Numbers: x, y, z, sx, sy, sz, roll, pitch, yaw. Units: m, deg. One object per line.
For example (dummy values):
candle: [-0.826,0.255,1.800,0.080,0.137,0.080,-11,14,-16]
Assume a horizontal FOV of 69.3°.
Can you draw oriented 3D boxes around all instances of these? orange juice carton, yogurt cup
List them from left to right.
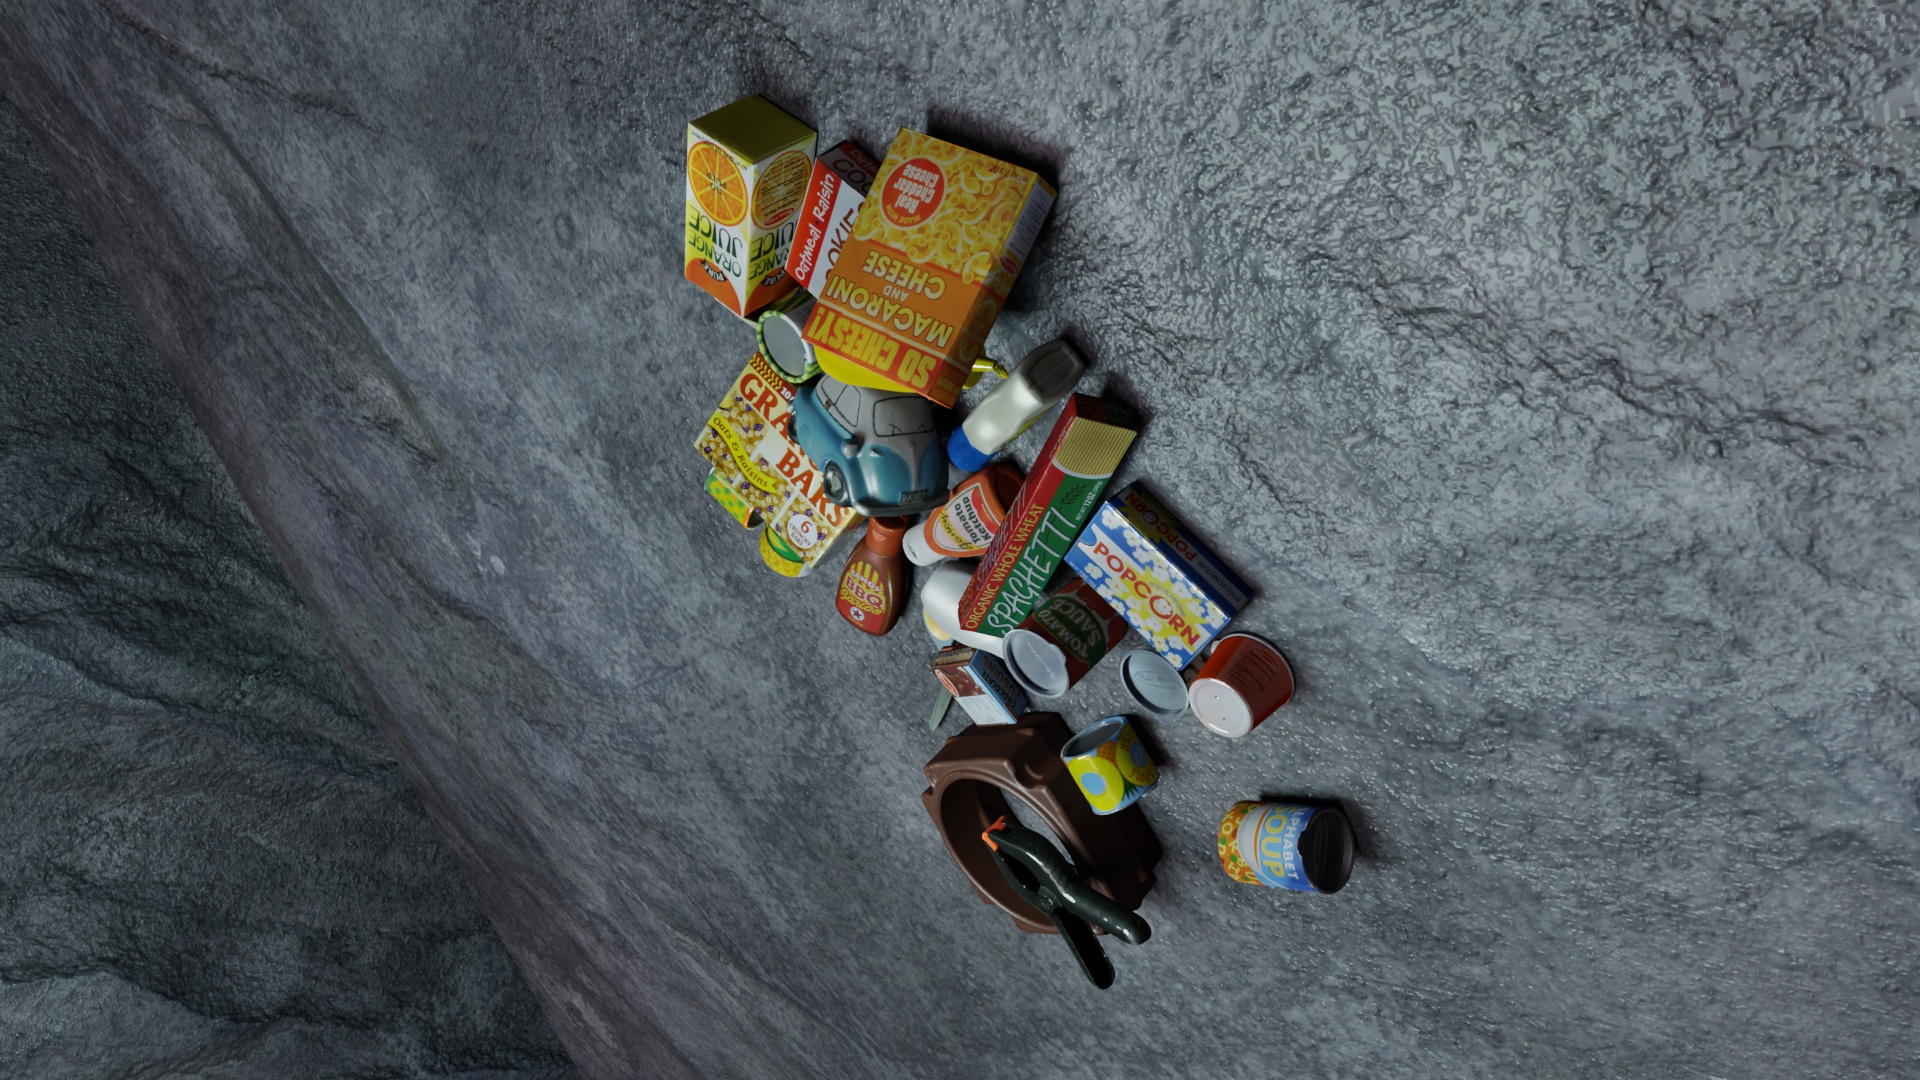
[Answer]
orange juice carton: [-0.174,-0.255,1.136,0.072,0.073,0.191,37,141,20]
yogurt cup: [0.208,0.111,1.042,0.072,0.054,0.072,27,136,29]

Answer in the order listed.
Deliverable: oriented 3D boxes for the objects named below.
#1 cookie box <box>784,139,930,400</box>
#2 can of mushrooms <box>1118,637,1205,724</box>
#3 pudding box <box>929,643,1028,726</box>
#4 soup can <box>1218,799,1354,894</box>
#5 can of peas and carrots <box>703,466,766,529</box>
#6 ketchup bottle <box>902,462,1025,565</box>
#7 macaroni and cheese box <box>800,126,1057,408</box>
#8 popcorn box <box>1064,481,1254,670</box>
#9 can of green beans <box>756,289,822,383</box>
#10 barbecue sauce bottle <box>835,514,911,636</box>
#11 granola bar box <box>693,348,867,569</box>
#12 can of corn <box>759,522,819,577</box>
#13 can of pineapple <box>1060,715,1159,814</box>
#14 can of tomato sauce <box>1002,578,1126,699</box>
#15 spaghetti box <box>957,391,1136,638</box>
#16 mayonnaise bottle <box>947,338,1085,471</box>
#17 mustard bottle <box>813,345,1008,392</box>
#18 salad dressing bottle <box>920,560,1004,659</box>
cookie box: [-0.054,-0.208,1.074,0.167,0.040,0.122,43,142,11]
can of mushrooms: [0.162,0.108,1.105,0.071,0.033,0.070,27,136,30]
pudding box: [0.017,0.131,1.261,0.049,0.030,0.083,-11,127,42]
soup can: [0.252,0.237,1.084,0.083,0.072,0.071,-7,114,50]
can of peas and carrots: [-0.201,-0.054,1.335,0.059,0.071,0.070,43,142,11]
ketchup bottle: [0.004,-0.015,1.166,0.148,0.044,0.064,-27,94,53]
macaroni and cheese box: [-0.023,-0.191,0.971,0.124,0.040,0.166,28,93,30]
popcorn box: [0.149,0.028,1.050,0.127,0.038,0.084,45,144,10]
can of green beans: [-0.129,-0.173,1.167,0.071,0.058,0.071,28,137,30]
barbecue sauce bottle: [-0.076,0.024,1.282,0.065,0.044,0.147,33,139,13]
granola bar box: [-0.149,-0.075,1.250,0.166,0.039,0.123,46,121,9]
can of corn: [-0.156,-0.008,1.323,0.071,0.071,0.058,45,143,9]
can of pineapple: [0.128,0.190,1.182,0.071,0.071,0.058,-21,103,52]
can of tomato sauce: [0.086,0.077,1.120,0.071,0.083,0.070,27,136,30]
spaghetti box: [0.062,-0.011,1.073,0.050,0.029,0.248,13,134,-15]
mayonnaise bottle: [0.036,-0.097,1.053,0.041,0.065,0.147,49,147,0]
mustard bottle: [-0.032,-0.139,1.024,0.160,0.065,0.048,13,137,31]
salad dressing bottle: [0.035,0.077,1.205,0.148,0.044,0.064,38,112,14]
